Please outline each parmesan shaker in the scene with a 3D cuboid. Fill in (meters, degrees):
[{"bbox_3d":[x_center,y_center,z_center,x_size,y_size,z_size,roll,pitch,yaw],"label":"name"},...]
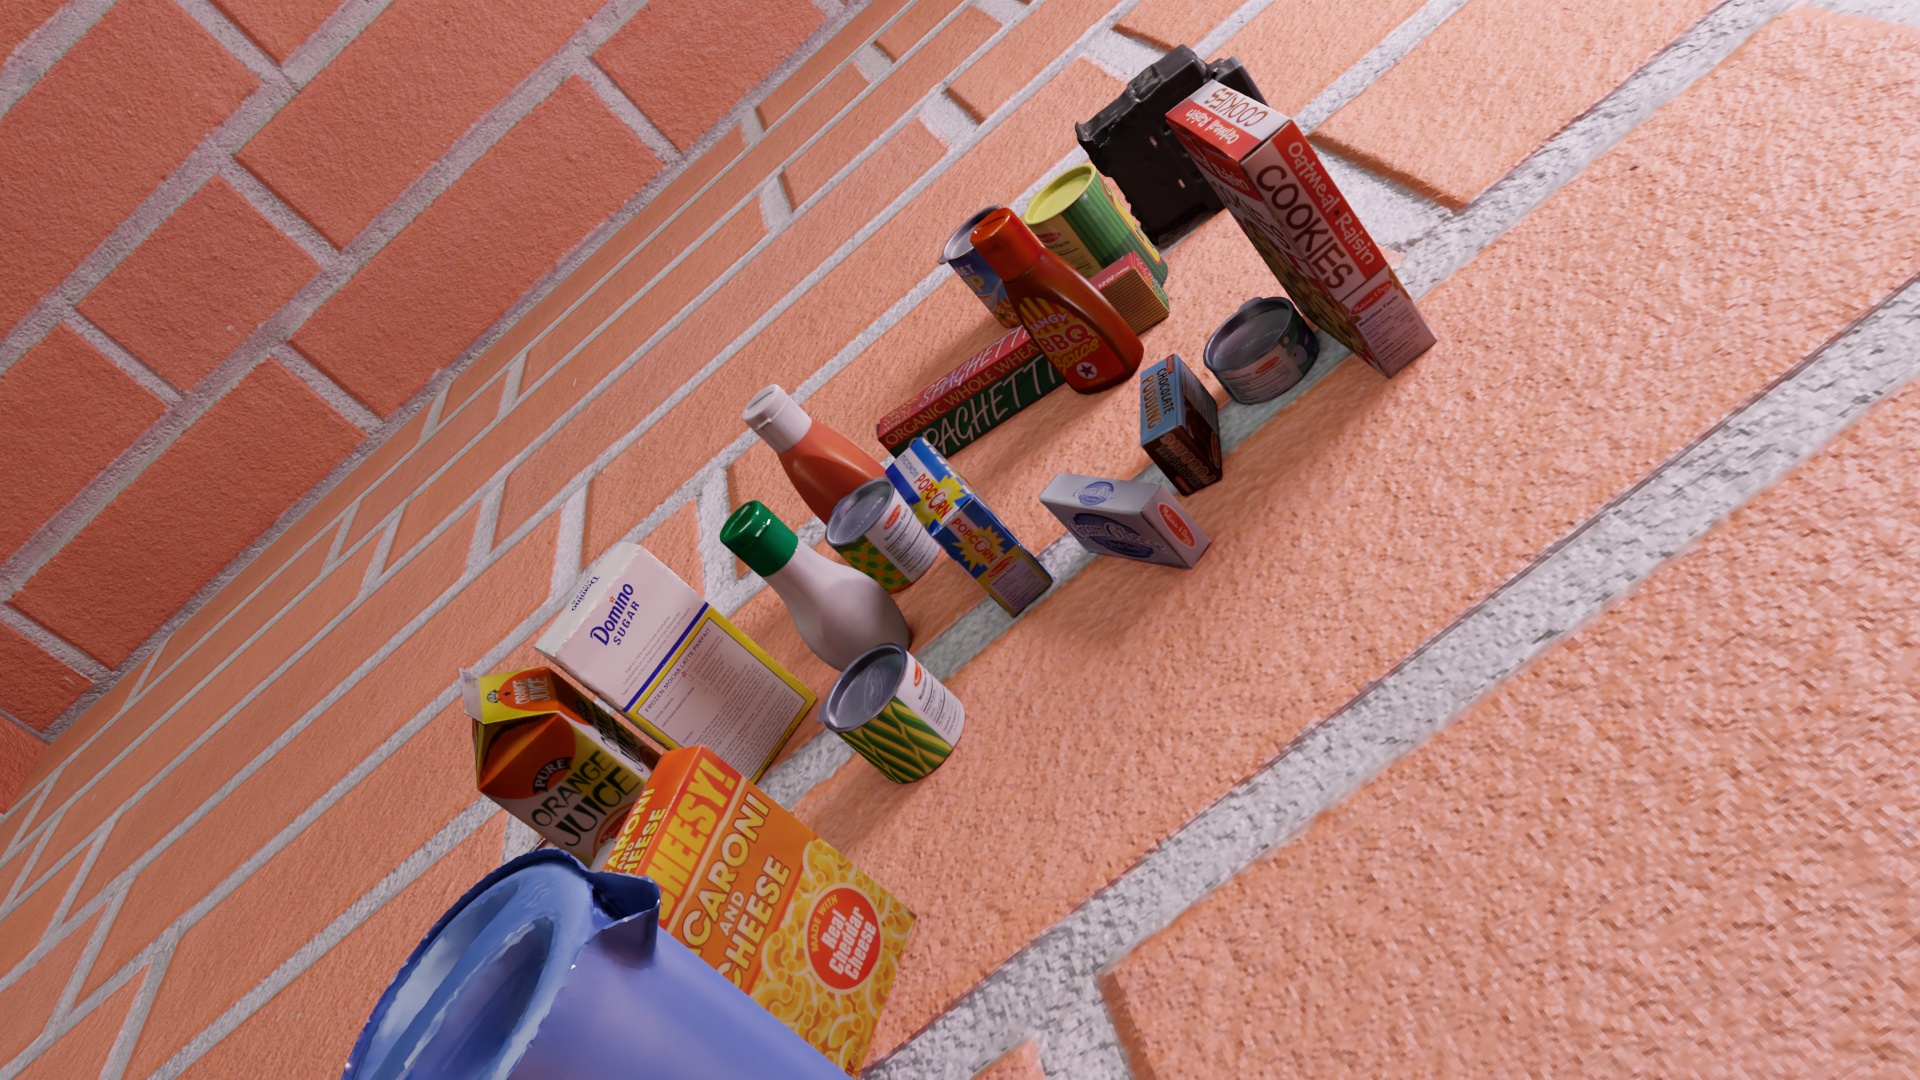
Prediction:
[{"bbox_3d":[0.104,-0.228,1.066,0.071,0.103,0.072,-32,30,21],"label":"parmesan shaker"}]

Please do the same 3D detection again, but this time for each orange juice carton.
[{"bbox_3d":[-0.254,0.154,0.918,0.073,0.192,0.072,-45,28,-1],"label":"orange juice carton"}]

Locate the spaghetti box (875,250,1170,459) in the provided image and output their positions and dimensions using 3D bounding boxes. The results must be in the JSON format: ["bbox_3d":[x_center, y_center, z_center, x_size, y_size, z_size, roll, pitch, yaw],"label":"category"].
[{"bbox_3d":[0.044,-0.131,1.069,0.249,0.050,0.029,-31,30,22],"label":"spaghetti box"}]

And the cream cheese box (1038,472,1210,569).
[{"bbox_3d":[0.097,-0.013,0.833,0.024,0.053,0.104,-53,29,-15],"label":"cream cheese box"}]

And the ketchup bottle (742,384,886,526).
[{"bbox_3d":[-0.101,-0.054,1.049,0.064,0.148,0.044,-31,30,24],"label":"ketchup bottle"}]

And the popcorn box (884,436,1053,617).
[{"bbox_3d":[0.003,-0.012,0.921,0.038,0.085,0.127,-43,28,3],"label":"popcorn box"}]

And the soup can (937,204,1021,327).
[{"bbox_3d":[0.033,-0.231,1.183,0.071,0.083,0.072,-32,30,21],"label":"soup can"}]

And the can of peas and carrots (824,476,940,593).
[{"bbox_3d":[-0.057,-0.004,1.017,0.071,0.058,0.071,-32,30,21],"label":"can of peas and carrots"}]

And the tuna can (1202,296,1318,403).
[{"bbox_3d":[0.191,-0.122,0.882,0.071,0.032,0.071,-32,30,21],"label":"tuna can"}]

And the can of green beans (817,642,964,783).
[{"bbox_3d":[-0.040,0.105,0.846,0.071,0.057,0.071,-32,30,21],"label":"can of green beans"}]

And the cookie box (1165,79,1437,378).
[{"bbox_3d":[0.197,-0.184,0.814,0.040,0.167,0.123,-39,28,9],"label":"cookie box"}]

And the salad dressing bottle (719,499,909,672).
[{"bbox_3d":[-0.096,0.033,0.924,0.044,0.147,0.064,6,55,56],"label":"salad dressing bottle"}]

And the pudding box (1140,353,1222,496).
[{"bbox_3d":[0.137,-0.074,0.868,0.030,0.049,0.084,-29,31,27],"label":"pudding box"}]

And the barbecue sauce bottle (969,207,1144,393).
[{"bbox_3d":[0.066,-0.171,0.989,0.064,0.148,0.044,-16,39,43],"label":"barbecue sauce bottle"}]

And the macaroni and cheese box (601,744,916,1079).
[{"bbox_3d":[-0.107,0.200,0.689,0.040,0.166,0.124,-18,38,41],"label":"macaroni and cheese box"}]
